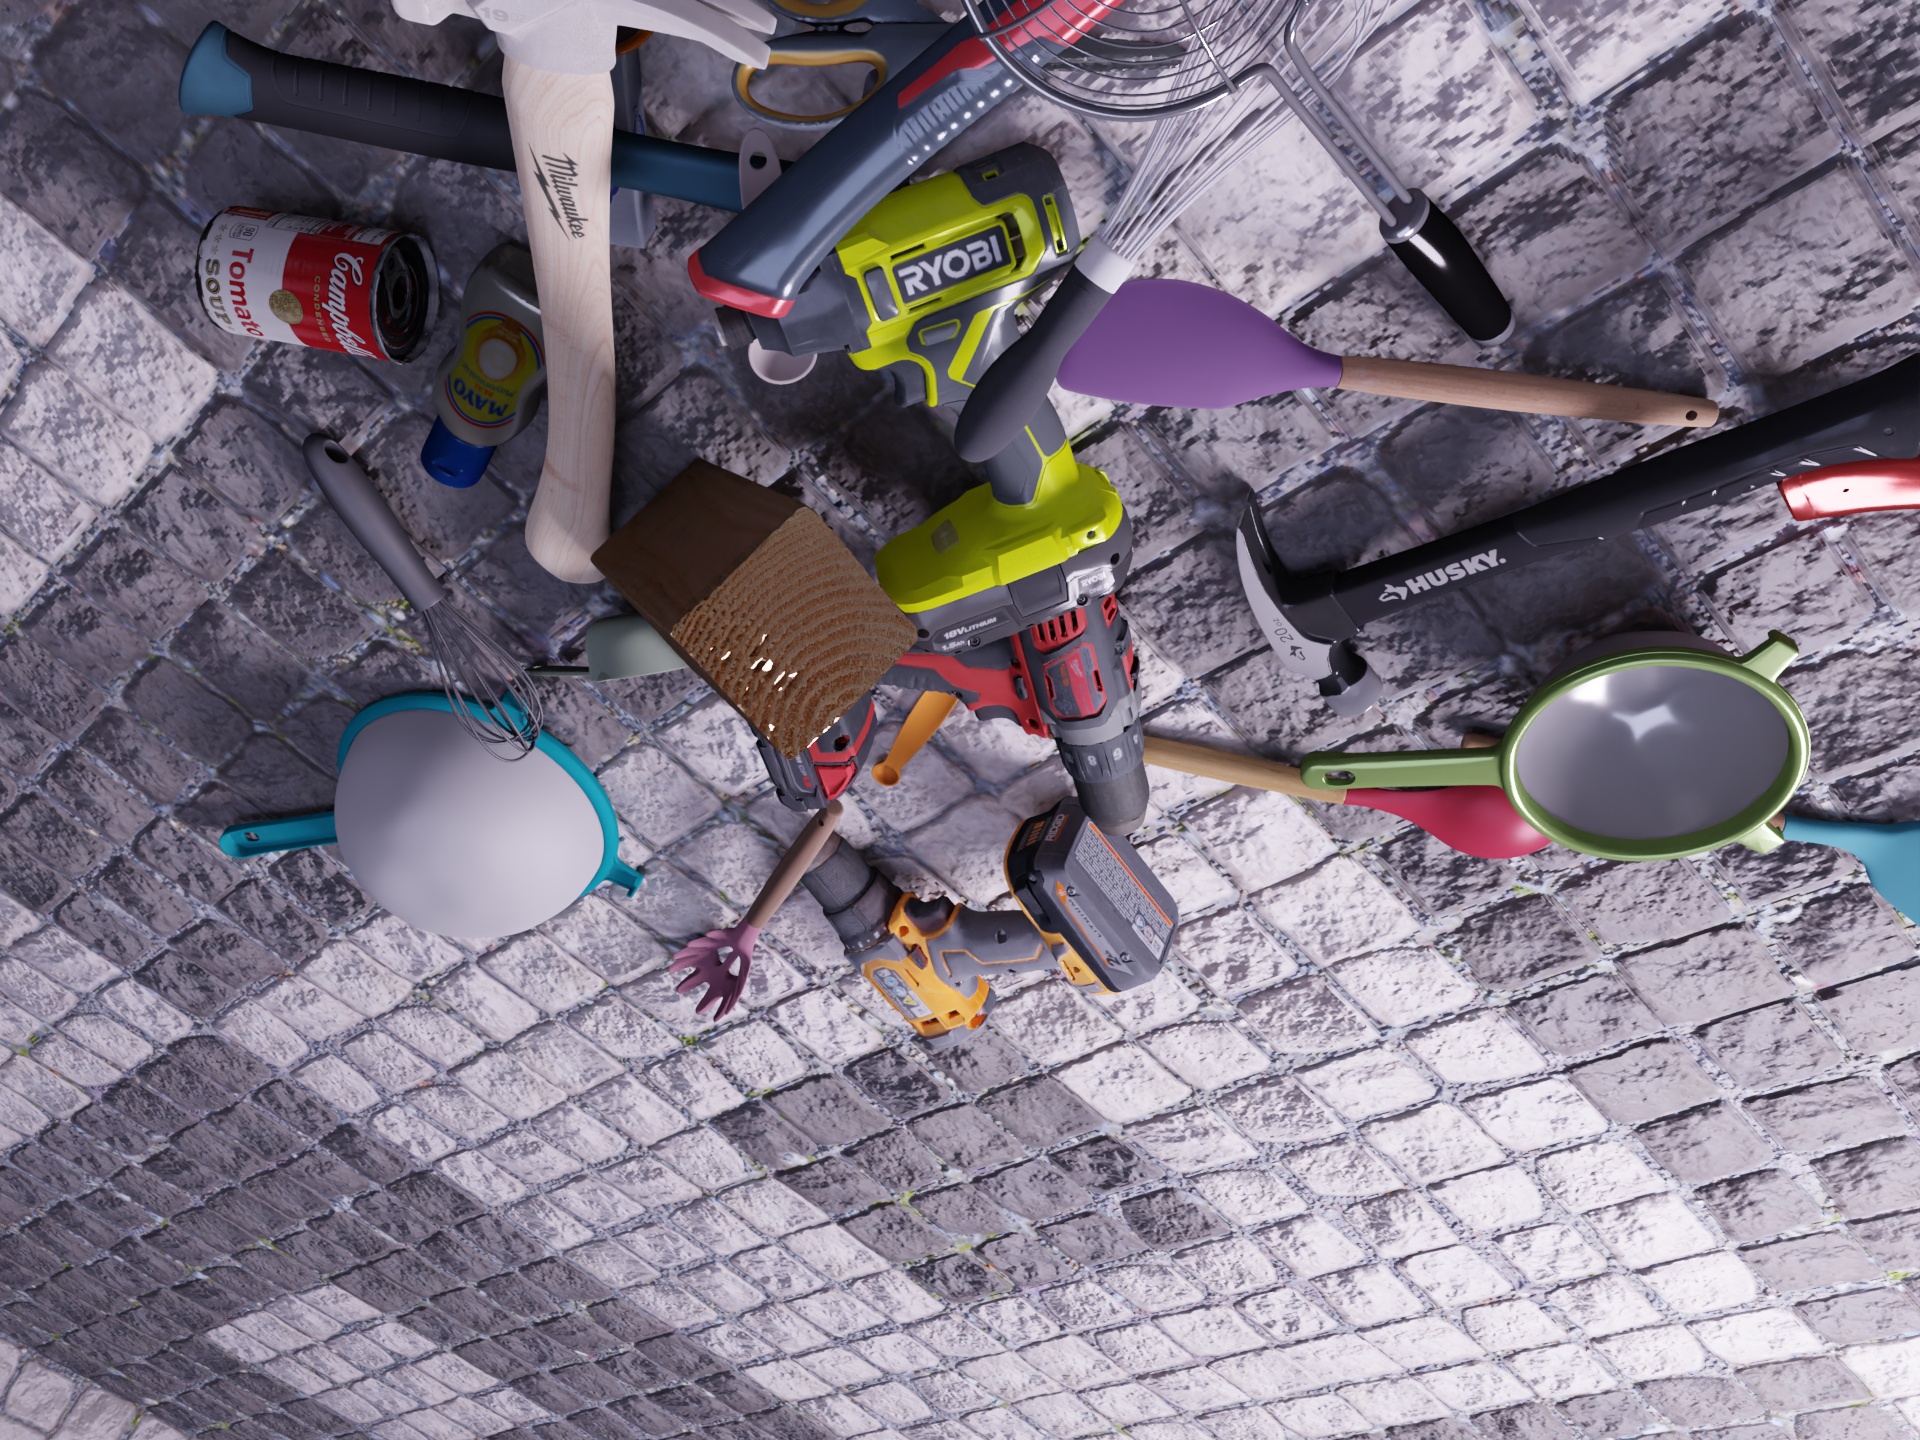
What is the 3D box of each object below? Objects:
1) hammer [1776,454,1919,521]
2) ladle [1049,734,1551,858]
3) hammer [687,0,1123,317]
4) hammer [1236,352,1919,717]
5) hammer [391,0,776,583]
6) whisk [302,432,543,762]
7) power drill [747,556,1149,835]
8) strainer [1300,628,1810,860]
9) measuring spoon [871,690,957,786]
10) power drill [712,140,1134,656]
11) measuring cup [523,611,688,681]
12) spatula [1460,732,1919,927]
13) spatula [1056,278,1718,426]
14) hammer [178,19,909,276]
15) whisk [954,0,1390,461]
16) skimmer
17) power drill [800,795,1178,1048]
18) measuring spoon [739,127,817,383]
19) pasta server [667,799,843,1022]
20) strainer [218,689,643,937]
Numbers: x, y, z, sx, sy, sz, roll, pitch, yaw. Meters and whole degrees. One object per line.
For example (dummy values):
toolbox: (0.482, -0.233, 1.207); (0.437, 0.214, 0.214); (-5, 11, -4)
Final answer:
hammer: (0.561, -0.113, 0.717); (0.359, 0.037, 0.149); (6, 133, 10)
ladle: (0.207, 0.036, 0.962); (0.315, 0.031, 0.069); (12, 133, 7)
hammer: (0.030, -0.298, 0.621); (0.386, 0.038, 0.143); (-32, 98, 24)
hammer: (0.290, -0.099, 0.778); (0.335, 0.035, 0.146); (-20, 124, 40)
hammer: (-0.180, -0.191, 0.783); (0.146, 0.038, 0.410); (10, 150, -6)
whisk: (-0.333, -0.073, 0.989); (0.055, 0.055, 0.238); (-16, 117, 28)
power drill: (-0.001, -0.003, 0.943); (0.227, 0.080, 0.187); (-7, 124, 17)
strainer: (0.318, 0.006, 0.872); (0.256, 0.069, 0.151); (-4, 131, 20)
measuring spoon: (-0.025, 0.002, 1.008); (0.021, 0.011, 0.117); (30, 129, -7)
power drill: (-0.009, -0.150, 0.787); (0.171, 0.080, 0.223); (-21, 127, 0)
measuring cup: (-0.223, -0.048, 0.991); (0.168, 0.083, 0.038); (0, 101, 40)
spatula: (0.442, 0.059, 0.904); (0.317, 0.044, 0.082); (15, 134, 4)
spatula: (0.203, -0.164, 0.748); (0.316, 0.018, 0.059); (6, 118, -4)
hammer: (-0.189, -0.270, 0.741); (0.331, 0.033, 0.128); (9, 133, -9)
whisk: (0.081, -0.225, 0.687); (0.070, 0.070, 0.284); (33, 115, -14)
skimmer: (0.133, -0.238, 0.620); (0.127, 0.090, 0.363); (-48, 147, 17)
power drill: (0.007, 0.123, 1.062); (0.226, 0.084, 0.185); (-24, 113, 38)
measuring spoon: (-0.091, -0.221, 0.759); (0.034, 0.018, 0.124); (-11, 127, -10)
pasta server: (-0.140, 0.132, 1.101); (0.060, 0.040, 0.316); (46, 144, 6)
strainer: (-0.415, 0.095, 1.141); (0.340, 0.095, 0.210); (-8, 129, 20)
